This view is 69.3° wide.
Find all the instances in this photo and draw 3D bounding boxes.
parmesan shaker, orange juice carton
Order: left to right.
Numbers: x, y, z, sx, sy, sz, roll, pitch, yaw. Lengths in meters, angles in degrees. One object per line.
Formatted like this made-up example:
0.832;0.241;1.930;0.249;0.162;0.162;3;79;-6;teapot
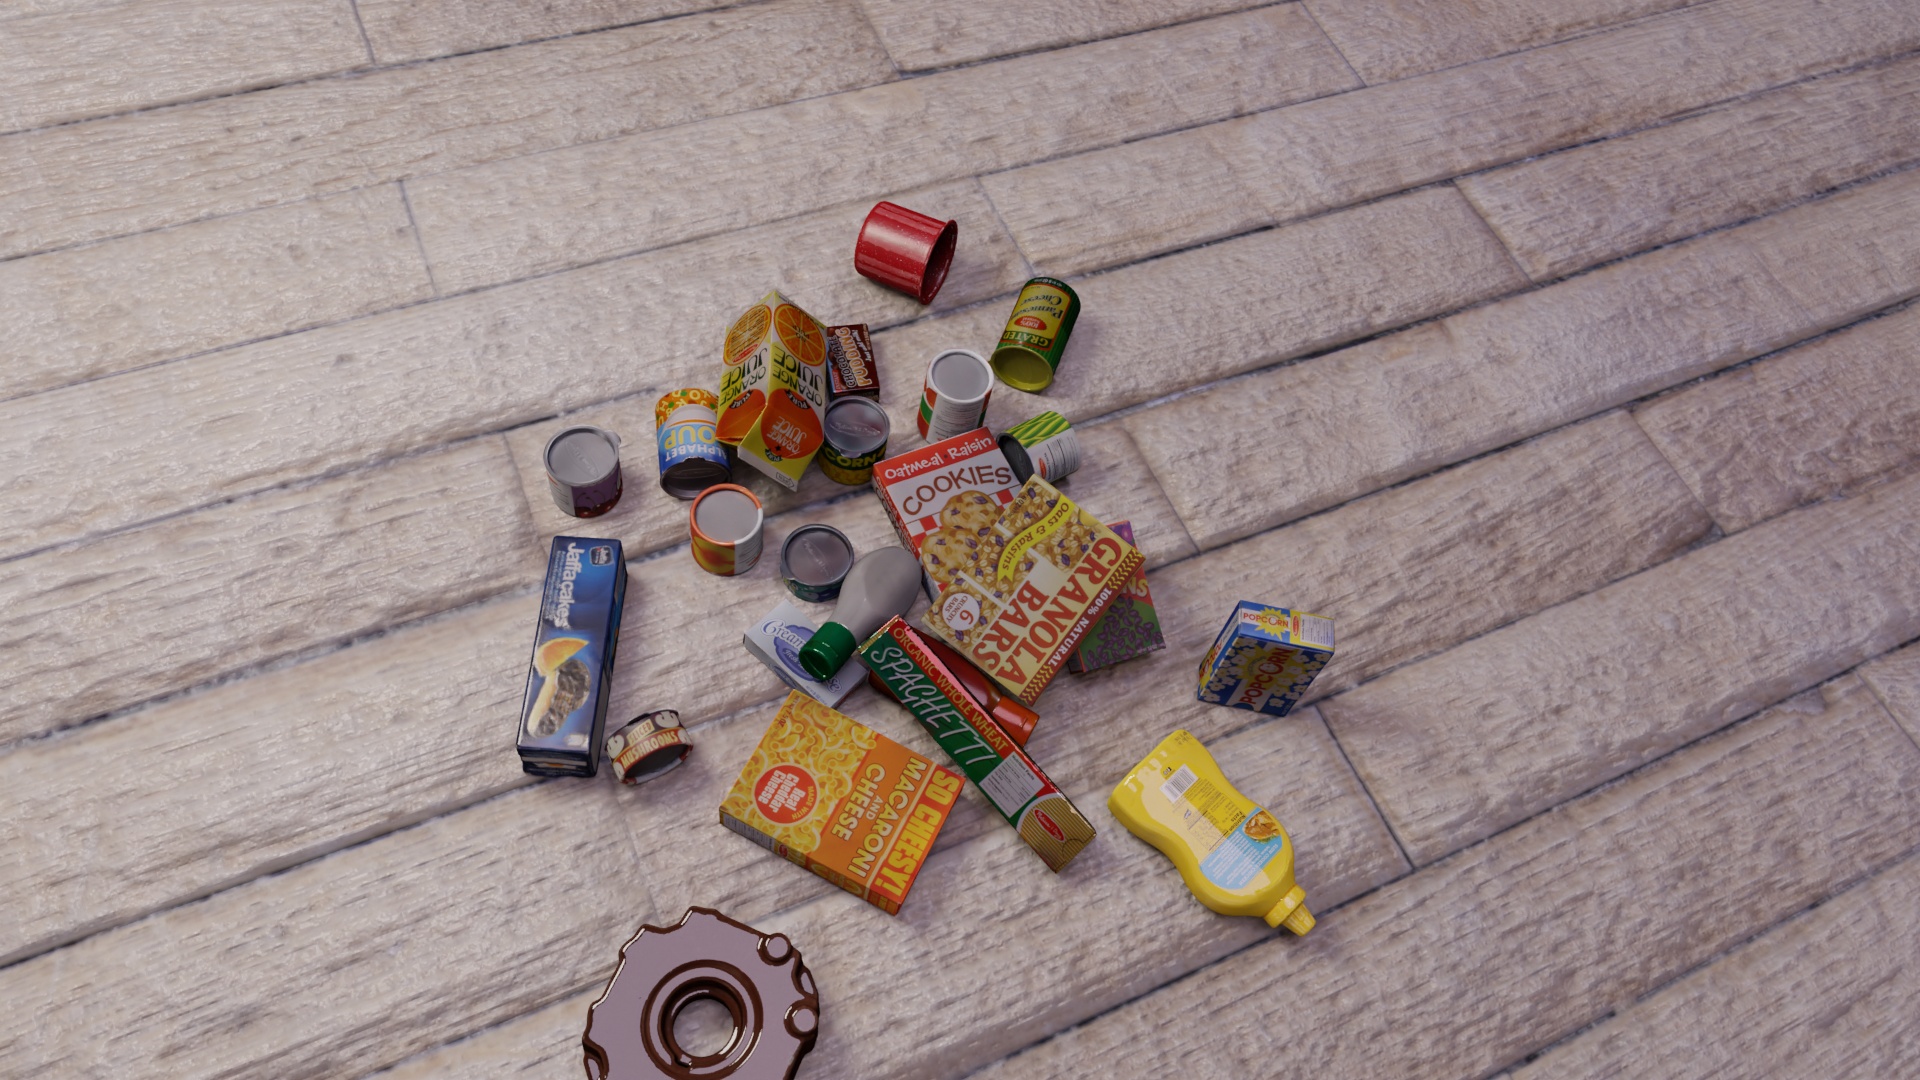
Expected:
-0.177;-0.135;1.304;0.071;0.073;0.193;34;40;-38;orange juice carton
0.075;-0.213;1.423;0.071;0.071;0.103;20;58;3;parmesan shaker

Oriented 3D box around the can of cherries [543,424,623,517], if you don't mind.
-0.342;-0.064;1.272;0.071;0.058;0.072;4;58;-6;can of cherries

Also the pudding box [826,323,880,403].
-0.111;-0.175;1.391;0.050;0.030;0.084;-6;61;-11;pudding box

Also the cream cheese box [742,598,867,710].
-0.137;0.103;1.225;0.104;0.024;0.053;39;60;14;cream cheese box

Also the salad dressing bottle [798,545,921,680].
-0.088;0.063;1.224;0.064;0.044;0.148;51;46;-12;salad dressing bottle

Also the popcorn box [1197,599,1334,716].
0.268;0.106;1.229;0.085;0.126;0.038;11;56;-3;popcorn box

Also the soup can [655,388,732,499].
-0.249;-0.092;1.295;0.071;0.071;0.084;-5;61;-12;soup can

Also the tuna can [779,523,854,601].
-0.133;0.022;1.269;0.071;0.032;0.071;4;59;-7;tuna can

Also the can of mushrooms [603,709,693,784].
-0.256;0.169;1.140;0.071;0.070;0.033;-23;68;-21;can of mushrooms

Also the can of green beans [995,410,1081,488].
0.076;-0.085;1.347;0.058;0.071;0.071;-26;67;-23;can of green beans

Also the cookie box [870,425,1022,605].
0.005;-0.016;1.310;0.123;0.040;0.168;-20;66;-19;cookie box

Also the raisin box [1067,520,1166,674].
0.126;0.051;1.264;0.086;0.040;0.123;-14;85;-17;raisin box

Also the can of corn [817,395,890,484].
-0.103;-0.093;1.327;0.071;0.058;0.071;4;59;-7;can of corn

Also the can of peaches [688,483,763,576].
-0.214;-0.011;1.260;0.071;0.057;0.071;4;60;-7;can of peaches

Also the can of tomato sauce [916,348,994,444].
-0.006;-0.139;1.355;0.071;0.082;0.071;4;60;-7;can of tomato sauce

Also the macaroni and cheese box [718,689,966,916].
-0.097;0.216;1.155;0.166;0.040;0.124;26;59;7;macaroni and cheese box

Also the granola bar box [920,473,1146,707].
0.064;0.043;1.216;0.124;0.039;0.165;37;90;5;granola bar box

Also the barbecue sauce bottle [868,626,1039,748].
-0.003;0.133;1.217;0.148;0.043;0.065;28;66;7;barbecue sauce bottle

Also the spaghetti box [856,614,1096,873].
0.013;0.169;1.173;0.050;0.028;0.250;-42;83;-3;spaghetti box
